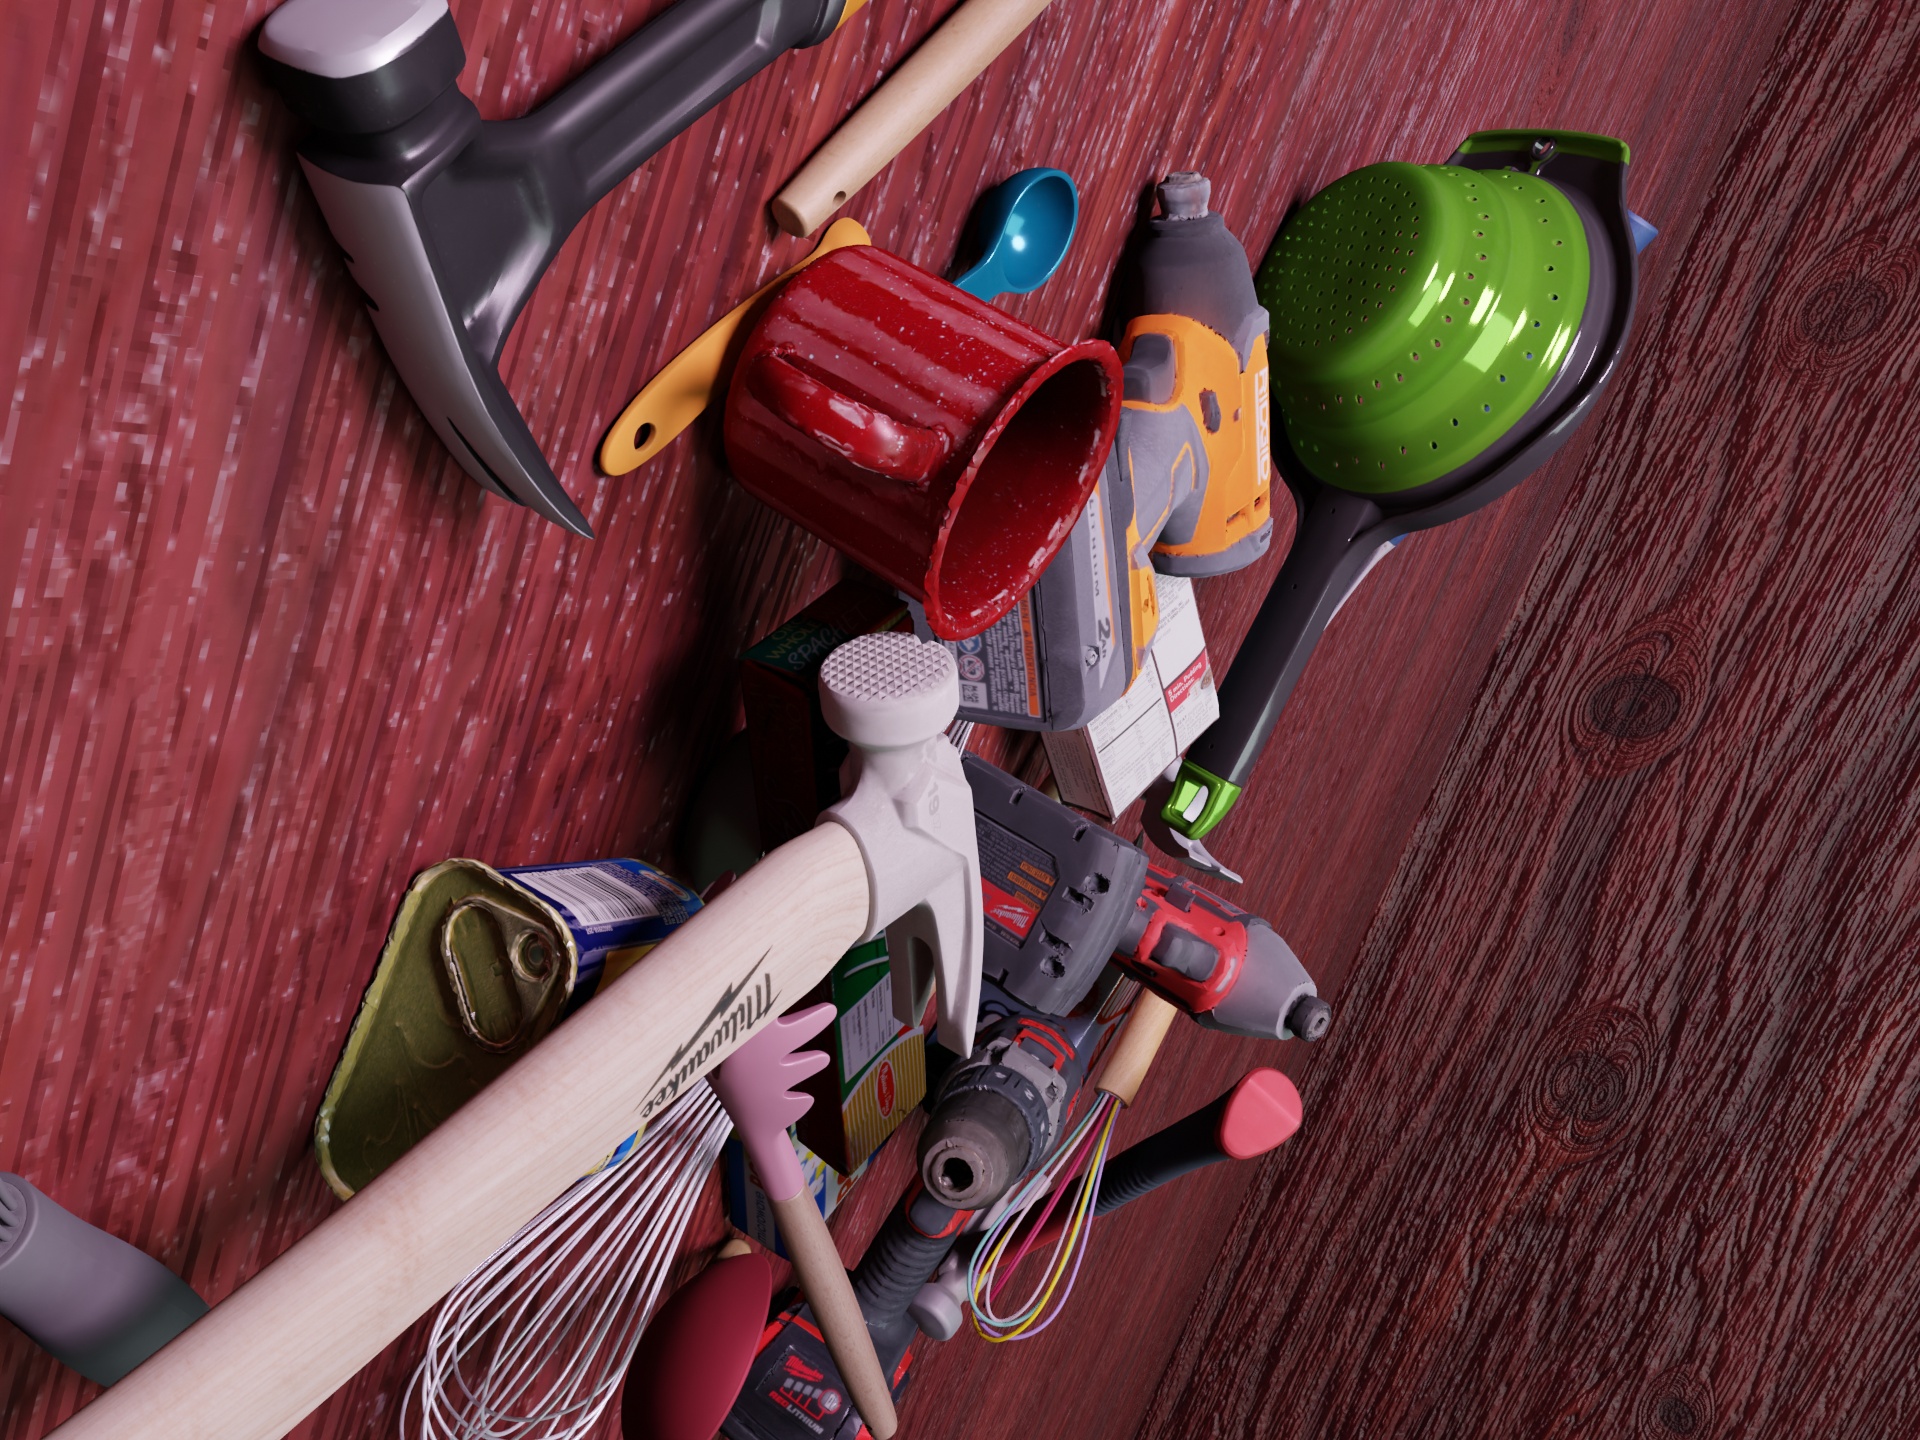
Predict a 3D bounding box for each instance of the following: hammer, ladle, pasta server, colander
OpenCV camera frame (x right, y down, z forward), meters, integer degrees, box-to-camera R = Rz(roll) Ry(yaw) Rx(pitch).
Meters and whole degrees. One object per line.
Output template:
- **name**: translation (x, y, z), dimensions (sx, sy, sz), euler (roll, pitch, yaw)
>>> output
- **hammer**: translation (-0.020, -0.194, 0.401), dimensions (0.337, 0.034, 0.127), euler (-52, 155, -28)
- **ladle**: translation (-0.089, 0.212, 0.582), dimensions (0.069, 0.031, 0.315), euler (-57, 178, -13)
- **ladle**: translation (0.055, -0.246, 0.488), dimensions (0.320, 0.062, 0.078), euler (-52, 164, -22)
- **hammer**: translation (0.219, -0.087, 0.839), dimensions (0.405, 0.035, 0.144), euler (-56, -162, 21)
- **hammer**: translation (-0.133, 0.132, 0.357), dimensions (0.411, 0.038, 0.146), euler (-37, 136, -38)
- **hammer**: translation (0.087, 0.271, 0.950), dimensions (0.143, 0.038, 0.386), euler (-45, 177, -39)
- **pasta server**: translation (-0.053, 0.180, 0.585), dimensions (0.040, 0.060, 0.315), euler (-38, 136, -28)
- **colander**: translation (0.176, -0.129, 0.785), dimensions (0.094, 0.205, 0.397), euler (23, 96, -37)

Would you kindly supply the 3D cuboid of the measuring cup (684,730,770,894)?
- **measuring cup**: translation (-0.040, 0.009, 0.582), dimensions (0.168, 0.038, 0.083), euler (-47, 153, -40)

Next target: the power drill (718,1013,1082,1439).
- **power drill**: translation (-0.026, 0.246, 0.738), dimensions (0.226, 0.080, 0.188), euler (-57, 171, 7)

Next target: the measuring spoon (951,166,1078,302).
- **measuring spoon**: translation (-0.009, -0.138, 0.521), dimensions (0.128, 0.021, 0.042), euler (-45, 151, -19)

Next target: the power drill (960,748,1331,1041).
- **power drill**: translation (0.076, 0.095, 0.735), dimensions (0.219, 0.143, 0.078), euler (27, 92, -50)

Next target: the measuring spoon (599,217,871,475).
- **measuring spoon**: translation (-0.059, -0.104, 0.443), dimensions (0.117, 0.011, 0.021), euler (-51, 155, -30)

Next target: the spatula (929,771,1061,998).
- **spatula**: translation (0.033, 0.041, 0.802), dimensions (0.317, 0.044, 0.082), euler (-54, 157, -11)

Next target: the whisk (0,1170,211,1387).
- **whisk**: translation (-0.199, 0.103, 0.318), dimensions (0.055, 0.055, 0.238), euler (-51, 160, -29)

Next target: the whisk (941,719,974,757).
- **whisk**: translation (-0.001, -0.002, 0.655), dimensions (0.246, 0.057, 0.059), euler (-56, -169, -27)

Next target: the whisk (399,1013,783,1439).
- **whisk**: translation (-0.100, 0.152, 0.588), dimensions (0.285, 0.070, 0.070), euler (-52, 156, -39)

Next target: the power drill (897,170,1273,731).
- **power drill**: translation (0.058, -0.109, 0.602), dimensions (0.226, 0.084, 0.164), euler (-42, 133, -51)

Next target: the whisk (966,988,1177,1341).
- **whisk**: translation (0.070, 0.225, 0.874), dimensions (0.245, 0.051, 0.047), euler (-57, -178, -27)
